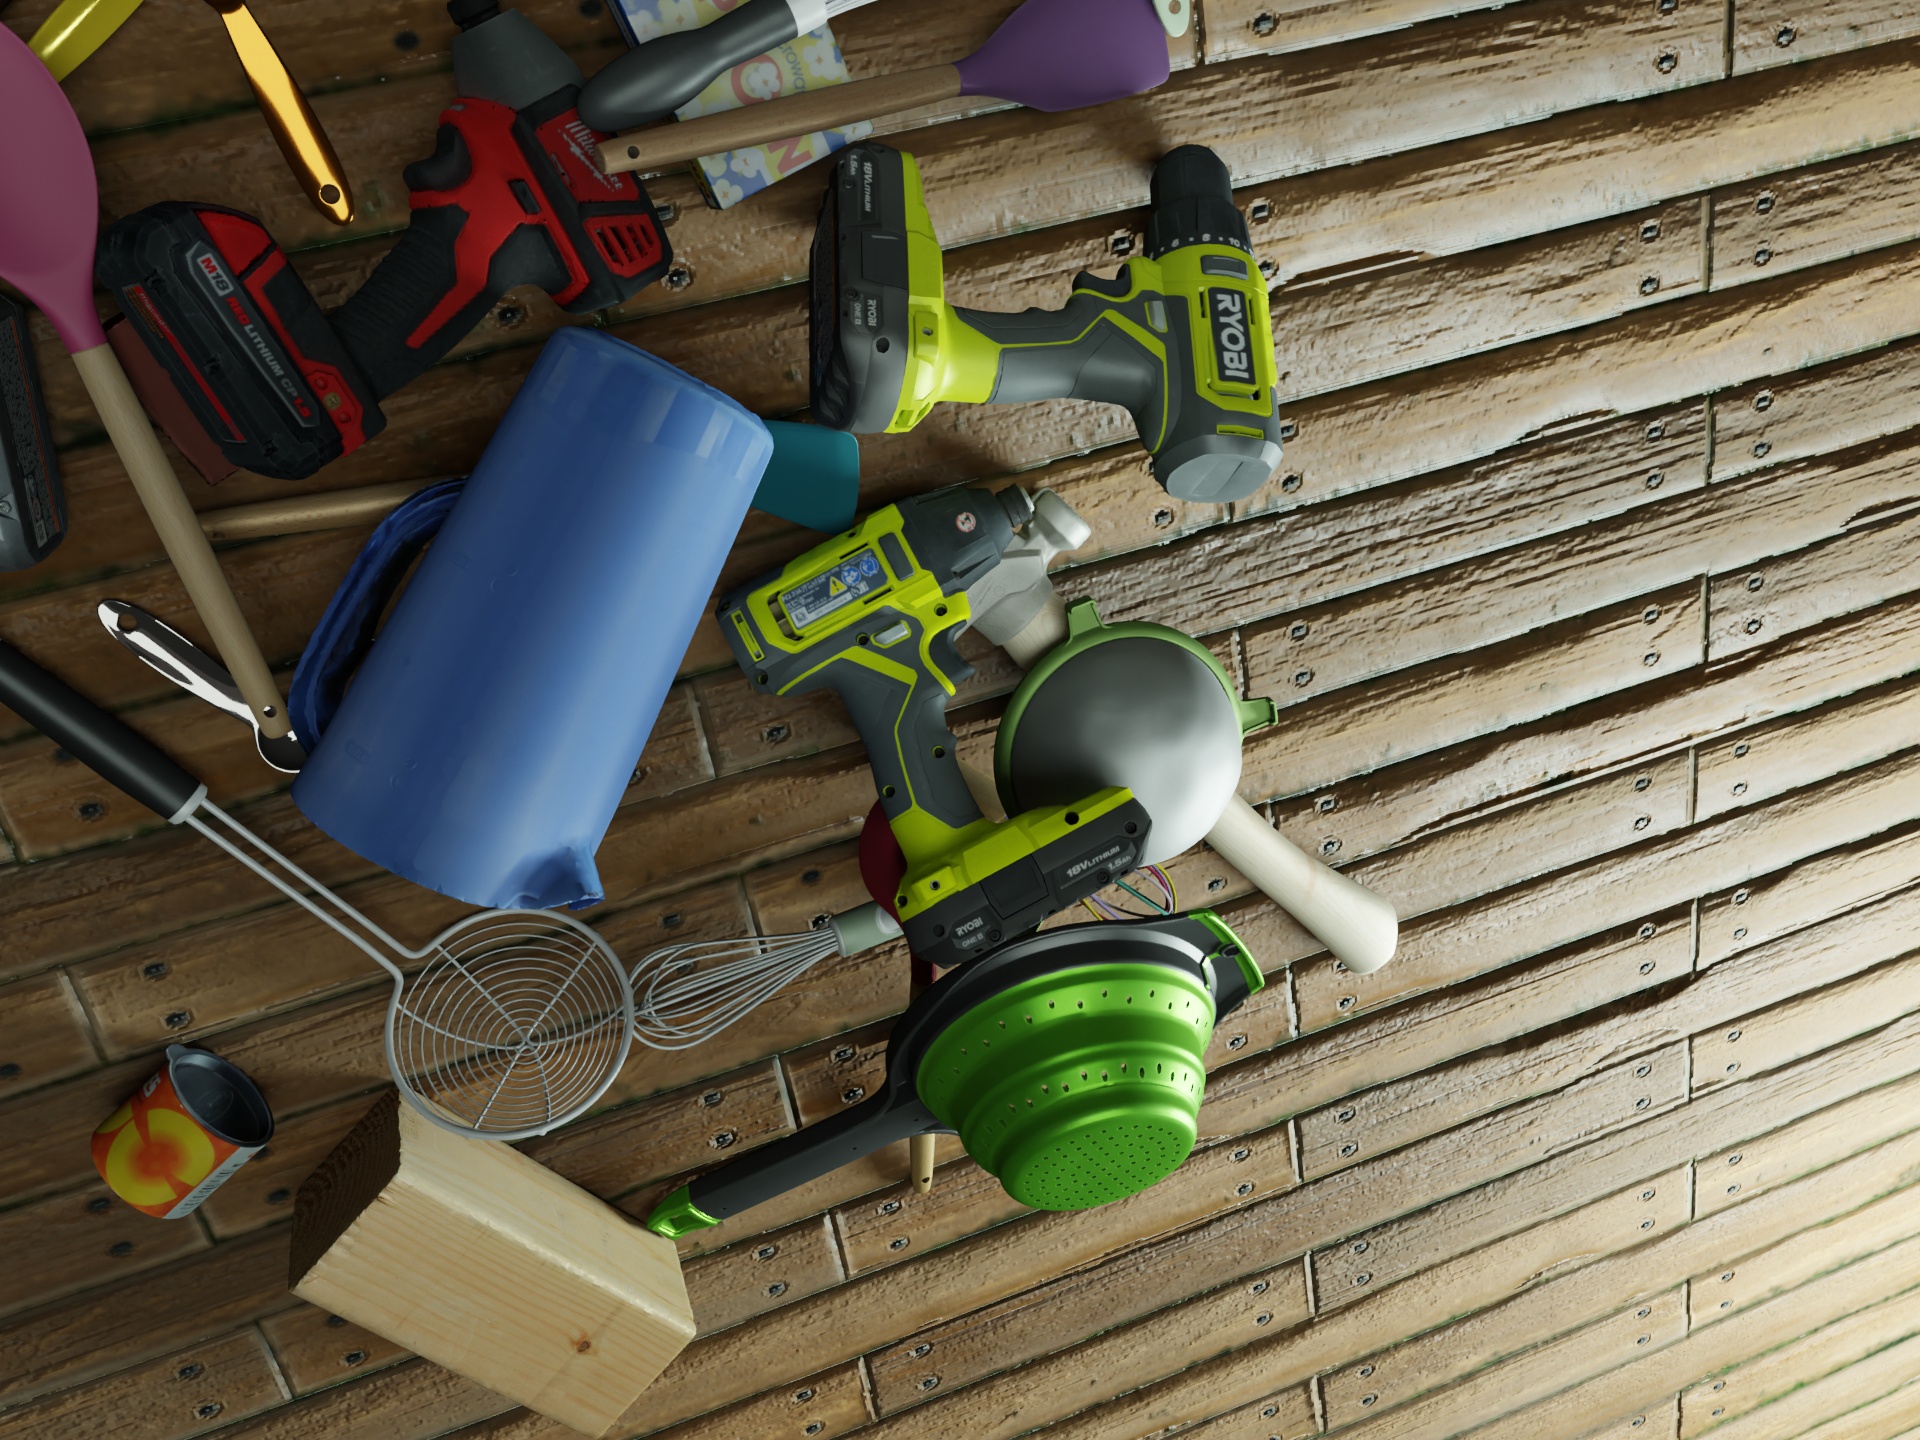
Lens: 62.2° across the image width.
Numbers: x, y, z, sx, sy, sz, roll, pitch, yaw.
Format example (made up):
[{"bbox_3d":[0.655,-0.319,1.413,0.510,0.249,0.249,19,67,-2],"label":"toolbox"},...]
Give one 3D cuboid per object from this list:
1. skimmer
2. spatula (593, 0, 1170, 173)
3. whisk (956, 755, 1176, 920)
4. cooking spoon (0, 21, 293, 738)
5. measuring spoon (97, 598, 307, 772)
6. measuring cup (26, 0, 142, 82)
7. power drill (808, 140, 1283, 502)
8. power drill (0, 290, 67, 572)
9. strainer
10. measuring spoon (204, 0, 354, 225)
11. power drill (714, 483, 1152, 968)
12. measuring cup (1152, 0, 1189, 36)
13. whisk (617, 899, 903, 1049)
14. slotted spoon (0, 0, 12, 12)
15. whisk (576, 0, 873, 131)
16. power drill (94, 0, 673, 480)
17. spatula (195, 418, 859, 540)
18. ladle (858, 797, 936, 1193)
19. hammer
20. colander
[{"bbox_3d":[-0.322,0.076,0.785,0.363,0.090,0.127,45,59,-25],"label":"skimmer"},{"bbox_3d":[-0.025,-0.298,0.745,0.316,0.018,0.059,-25,112,-26],"label":"spatula"},{"bbox_3d":[0.040,0.065,0.937,0.244,0.051,0.047,33,102,-24],"label":"whisk"},{"bbox_3d":[-0.355,-0.132,0.670,0.069,0.017,0.318,-29,118,-26],"label":"cooking spoon"},{"bbox_3d":[-0.364,-0.020,0.778,0.124,0.018,0.034,41,91,-21],"label":"measuring spoon"},{"bbox_3d":[-0.389,-0.273,0.658,0.156,0.029,0.062,-51,153,-9],"label":"measuring cup"},{"bbox_3d":[0.045,-0.210,0.781,0.228,0.080,0.191,3,70,-15],"label":"power drill"},{"bbox_3d":[-0.507,-0.128,0.646,0.226,0.084,0.164,-6,112,-13],"label":"power drill"},{"bbox_3d":[0.072,0.070,0.885,0.151,0.069,0.256,27,97,-24],"label":"strainer"},{"bbox_3d":[-0.299,-0.274,0.699,0.021,0.011,0.116,-26,117,-8],"label":"measuring spoon"},{"bbox_3d":[-0.001,-0.003,0.815,0.171,0.080,0.223,-28,84,-1],"label":"power drill"},{"bbox_3d":[0.095,-0.418,0.766,0.083,0.038,0.167,-21,114,-11],"label":"measuring cup"},{"bbox_3d":[-0.079,0.127,0.918,0.246,0.059,0.058,-19,88,-16],"label":"whisk"},{"bbox_3d":[-0.359,-0.339,0.644,0.314,0.031,0.070,-45,136,4],"label":"slotted spoon"},{"bbox_3d":[-0.043,-0.331,0.706,0.284,0.070,0.070,-31,117,-8],"label":"whisk"},{"bbox_3d":[-0.239,-0.210,0.682,0.220,0.079,0.143,-41,121,-26],"label":"power drill"},{"bbox_3d":[-0.209,-0.109,0.777,0.317,0.044,0.082,-10,151,-13],"label":"spatula"},{"bbox_3d":[-0.024,0.170,0.936,0.069,0.031,0.315,-15,127,-22],"label":"ladle"},{"bbox_3d":[0.132,0.044,0.964,0.146,0.038,0.410,-46,118,4],"label":"hammer"},{"bbox_3d":[-0.005,0.244,0.902,0.397,0.095,0.204,-28,138,12],"label":"colander"}]
